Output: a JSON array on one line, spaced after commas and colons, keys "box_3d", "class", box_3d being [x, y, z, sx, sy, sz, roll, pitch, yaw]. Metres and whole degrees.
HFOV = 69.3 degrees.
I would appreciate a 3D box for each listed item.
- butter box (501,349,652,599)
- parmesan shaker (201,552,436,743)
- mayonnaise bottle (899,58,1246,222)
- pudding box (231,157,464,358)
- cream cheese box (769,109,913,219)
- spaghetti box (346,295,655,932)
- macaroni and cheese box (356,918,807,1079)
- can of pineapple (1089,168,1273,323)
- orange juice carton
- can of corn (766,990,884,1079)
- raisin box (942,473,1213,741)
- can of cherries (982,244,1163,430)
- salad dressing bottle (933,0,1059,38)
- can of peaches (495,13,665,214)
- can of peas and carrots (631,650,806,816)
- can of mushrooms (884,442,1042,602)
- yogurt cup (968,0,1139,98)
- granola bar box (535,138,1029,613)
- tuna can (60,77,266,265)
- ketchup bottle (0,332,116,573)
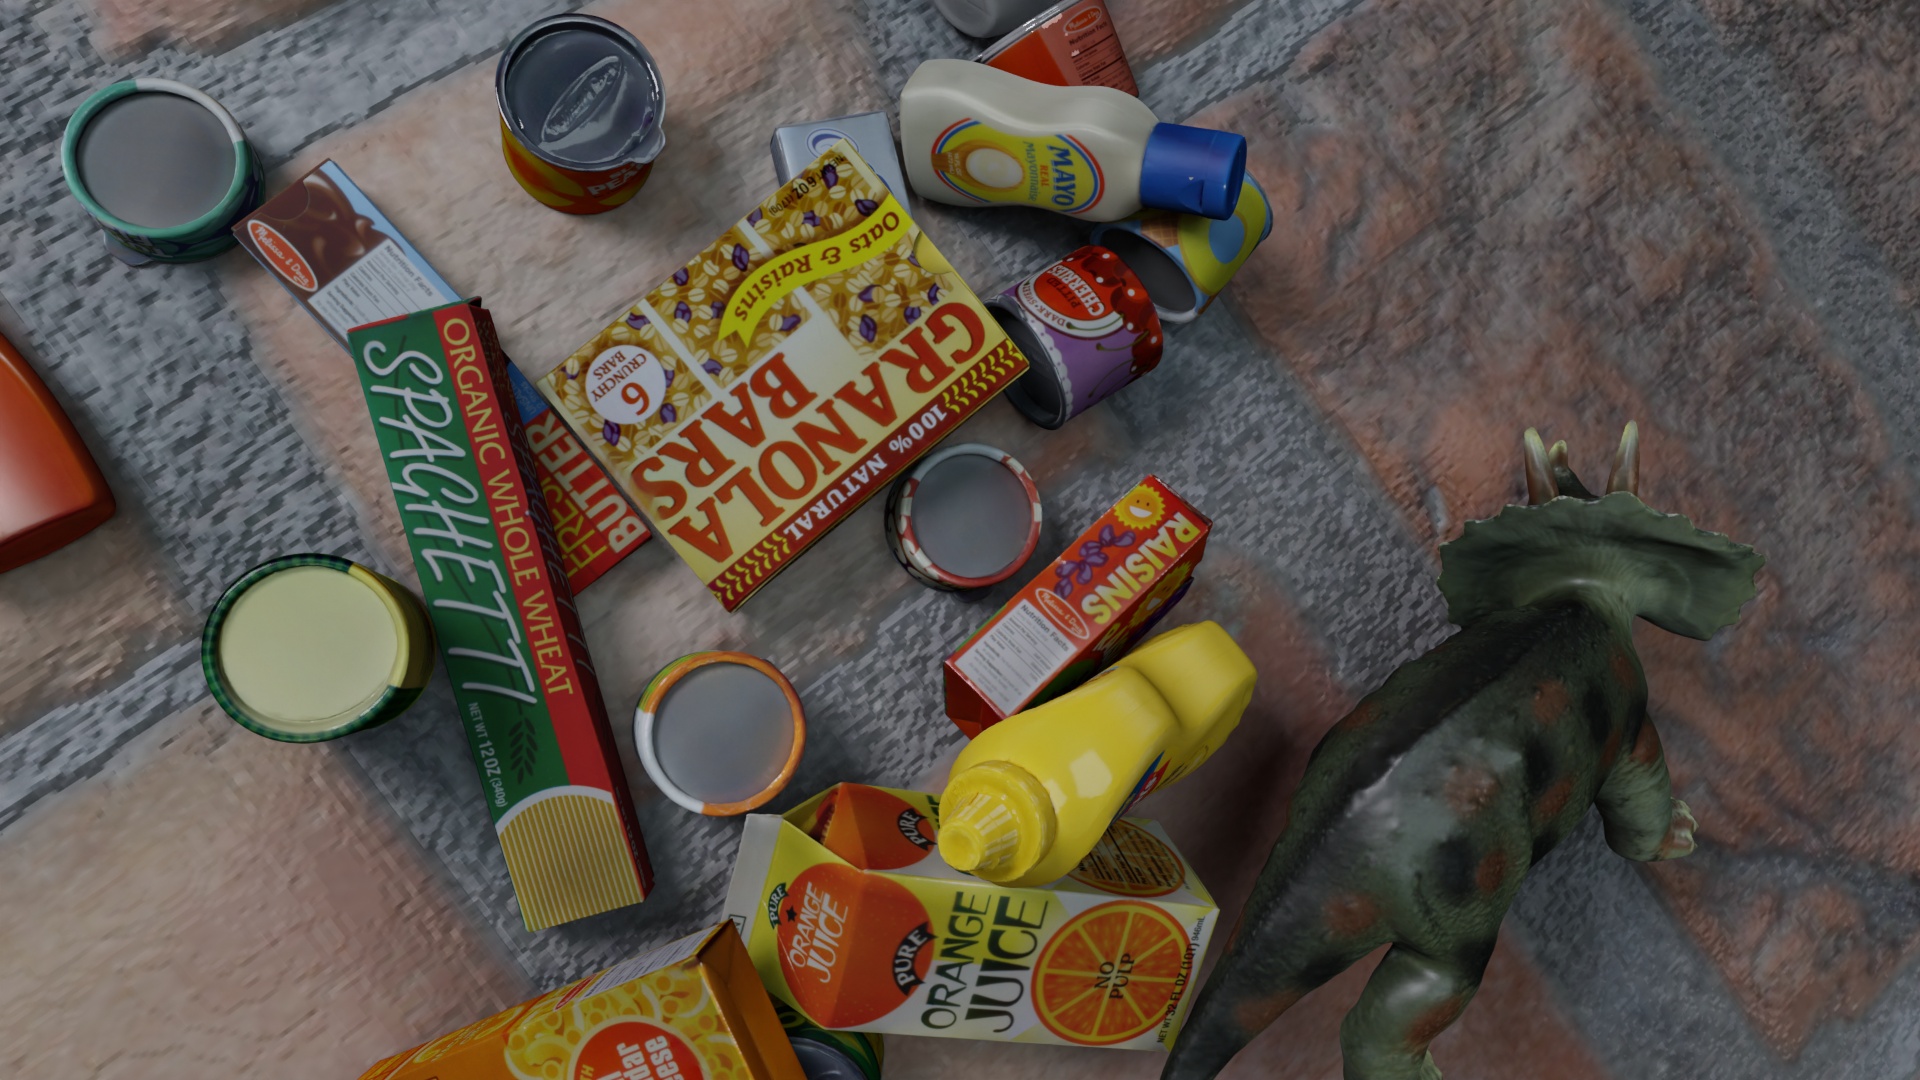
[{"box_3d": [-0.181, -0.025, 0.579, 0.053, 0.024, 0.103, -41, 96, -15], "class": "butter box"}, {"box_3d": [-0.235, 0.038, 0.515, 0.071, 0.103, 0.071, 2, 84, -16], "class": "parmesan shaker"}, {"box_3d": [0.048, -0.170, 0.607, 0.148, 0.064, 0.041, 14, 53, 18], "class": "mayonnaise bottle"}, {"box_3d": [-0.245, -0.107, 0.566, 0.050, 0.030, 0.083, -44, 97, -14], "class": "pudding box"}, {"box_3d": [-0.048, -0.139, 0.629, 0.053, 0.024, 0.104, -14, 88, -17], "class": "cream cheese box"}, {"box_3d": [-0.180, 0.030, 0.550, 0.050, 0.029, 0.249, -15, 97, -3], "class": "spaghetti box"}, {"box_3d": [-0.136, 0.231, 0.519, 0.166, 0.040, 0.123, -24, 90, 13], "class": "macaroni and cheese box"}, {"box_3d": [0.102, -0.146, 0.651, 0.071, 0.071, 0.058, 42, 76, -8], "class": "can of pineapple"}, {"box_3d": [-0.001, 0.154, 0.574, 0.193, 0.073, 0.071, 10, 106, -16], "class": "orange juice carton"}, {"box_3d": [-0.066, 0.217, 0.560, 0.071, 0.058, 0.071, 0, 95, 0], "class": "can of corn"}, {"box_3d": [0.050, 0.037, 0.604, 0.124, 0.085, 0.040, -42, 73, -16], "class": "raisin box"}, {"box_3d": [0.050, -0.094, 0.629, 0.058, 0.071, 0.071, -31, 94, -17], "class": "can of cherries"}, {"box_3d": [0.047, -0.300, 0.662, 0.064, 0.043, 0.148, 37, 70, 15], "class": "salad dressing bottle"}, {"box_3d": [-0.158, -0.176, 0.584, 0.071, 0.058, 0.071, 2, 84, -17], "class": "can of peaches"}, {"box_3d": [-0.098, 0.077, 0.574, 0.071, 0.058, 0.071, 2, 85, -16], "class": "can of peas and carrots"}, {"box_3d": [0.002, -0.008, 0.626, 0.071, 0.033, 0.071, 2, 83, -16], "class": "can of mushrooms"}, {"box_3d": [0.047, -0.216, 0.646, 0.072, 0.072, 0.054, -35, 103, -16], "class": "yogurt cup"}, {"box_3d": [-0.073, -0.069, 0.588, 0.166, 0.039, 0.124, -40, 93, -4], "class": "granola bar box"}, {"box_3d": [-0.315, -0.144, 0.548, 0.071, 0.033, 0.071, 2, 83, -16], "class": "tuna can"}, {"box_3d": [-0.382, -0.061, 0.515, 0.065, 0.043, 0.148, -31, 93, -18], "class": "ketchup bottle"}]
